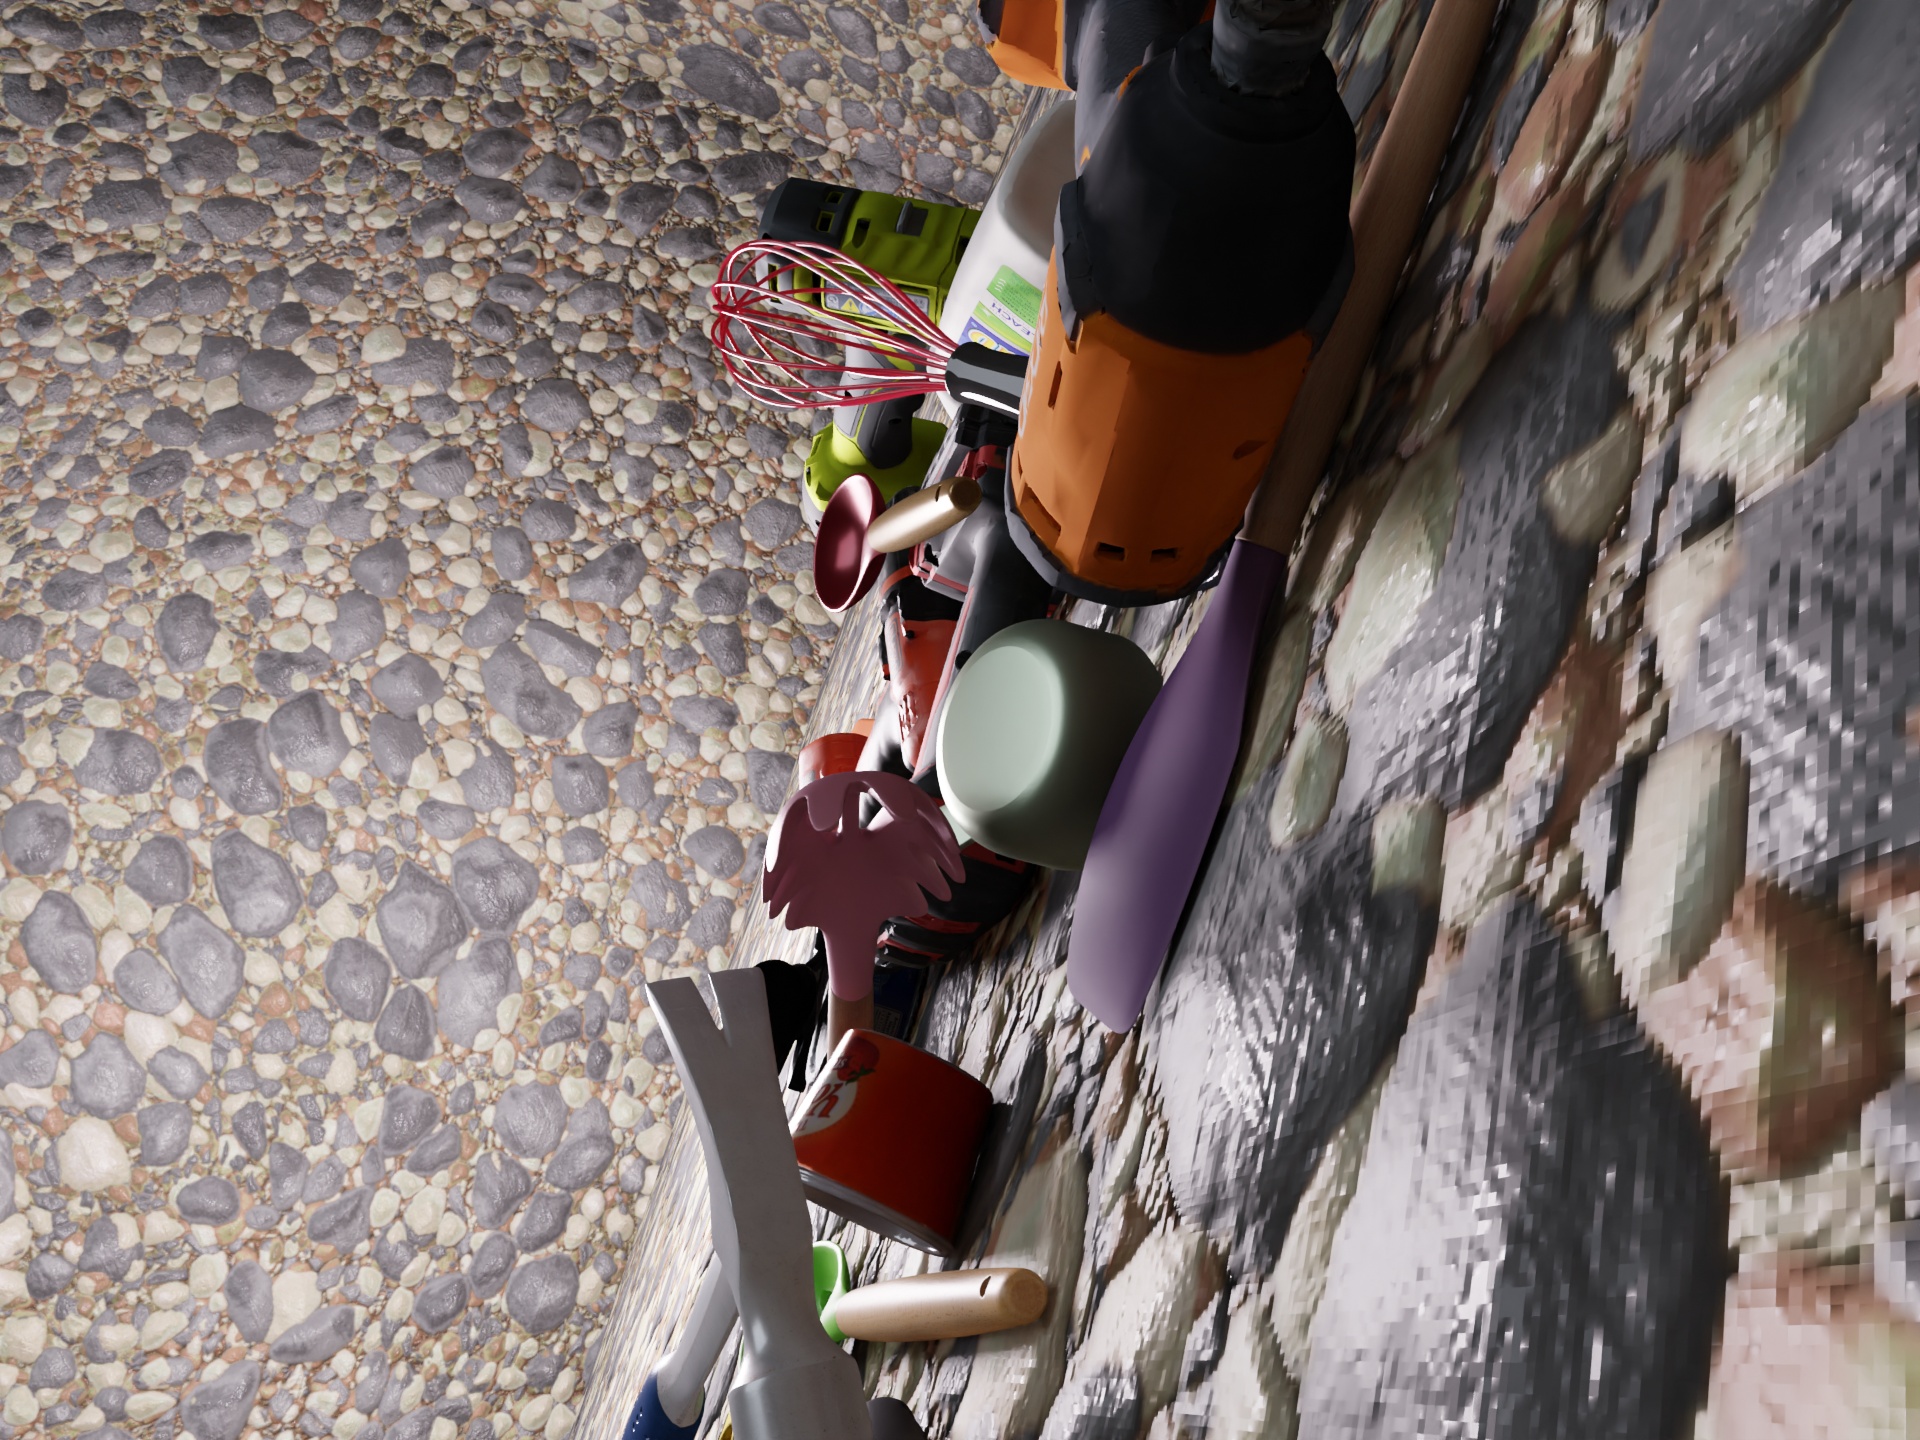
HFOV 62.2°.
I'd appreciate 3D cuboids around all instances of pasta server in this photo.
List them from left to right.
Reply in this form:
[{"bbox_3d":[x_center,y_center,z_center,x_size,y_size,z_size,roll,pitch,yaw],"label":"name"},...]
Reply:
[{"bbox_3d":[-0.039,0.115,0.572,0.316,0.060,0.040,96,166,-50],"label":"pasta server"}]

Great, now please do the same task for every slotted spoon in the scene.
[{"bbox_3d":[-0.029,0.202,0.536,0.070,0.031,0.313,-67,7,-27],"label":"slotted spoon"}]

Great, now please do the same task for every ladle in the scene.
[{"bbox_3d":[-0.029,-0.080,0.658,0.315,0.031,0.069,-166,85,-78],"label":"ladle"}]

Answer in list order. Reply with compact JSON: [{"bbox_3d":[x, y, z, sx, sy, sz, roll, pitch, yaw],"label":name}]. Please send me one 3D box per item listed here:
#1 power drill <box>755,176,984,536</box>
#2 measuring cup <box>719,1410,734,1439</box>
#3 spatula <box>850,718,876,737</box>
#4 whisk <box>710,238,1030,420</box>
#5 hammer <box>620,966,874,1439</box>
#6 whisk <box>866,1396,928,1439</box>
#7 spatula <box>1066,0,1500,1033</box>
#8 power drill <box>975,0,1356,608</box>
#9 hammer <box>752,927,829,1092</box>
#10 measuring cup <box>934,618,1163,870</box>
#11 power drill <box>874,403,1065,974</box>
[{"bbox_3d":[-0.007,-0.179,0.857,0.228,0.190,0.080,95,-172,-58],"label":"power drill"},{"bbox_3d":[-0.079,0.283,0.682,0.062,0.029,0.157,119,171,-49],"label":"measuring cup"},{"bbox_3d":[-0.027,-0.011,0.994,0.322,0.041,0.081,129,161,-64],"label":"spatula"},{"bbox_3d":[-0.010,-0.139,0.623,0.296,0.073,0.073,27,100,43],"label":"whisk"},{"bbox_3d":[-0.099,0.230,0.570,0.405,0.035,0.144,113,146,-52],"label":"hammer"},{"bbox_3d":[-0.017,0.210,0.357,0.239,0.055,0.055,-166,95,-86],"label":"whisk"},{"bbox_3d":[0.088,-0.070,0.420,0.316,0.018,0.060,-70,22,4],"label":"spatula"},{"bbox_3d":[0.050,-0.163,0.389,0.164,0.084,0.227,102,170,-62],"label":"power drill"},{"bbox_3d":[-0.090,0.148,0.860,0.409,0.036,0.149,105,-178,-84],"label":"hammer"},{"bbox_3d":[-0.005,0.025,0.516,0.167,0.038,0.083,-34,53,39],"label":"measuring cup"},{"bbox_3d":[-0.001,-0.002,0.680,0.188,0.080,0.227,127,159,-66],"label":"power drill"}]
